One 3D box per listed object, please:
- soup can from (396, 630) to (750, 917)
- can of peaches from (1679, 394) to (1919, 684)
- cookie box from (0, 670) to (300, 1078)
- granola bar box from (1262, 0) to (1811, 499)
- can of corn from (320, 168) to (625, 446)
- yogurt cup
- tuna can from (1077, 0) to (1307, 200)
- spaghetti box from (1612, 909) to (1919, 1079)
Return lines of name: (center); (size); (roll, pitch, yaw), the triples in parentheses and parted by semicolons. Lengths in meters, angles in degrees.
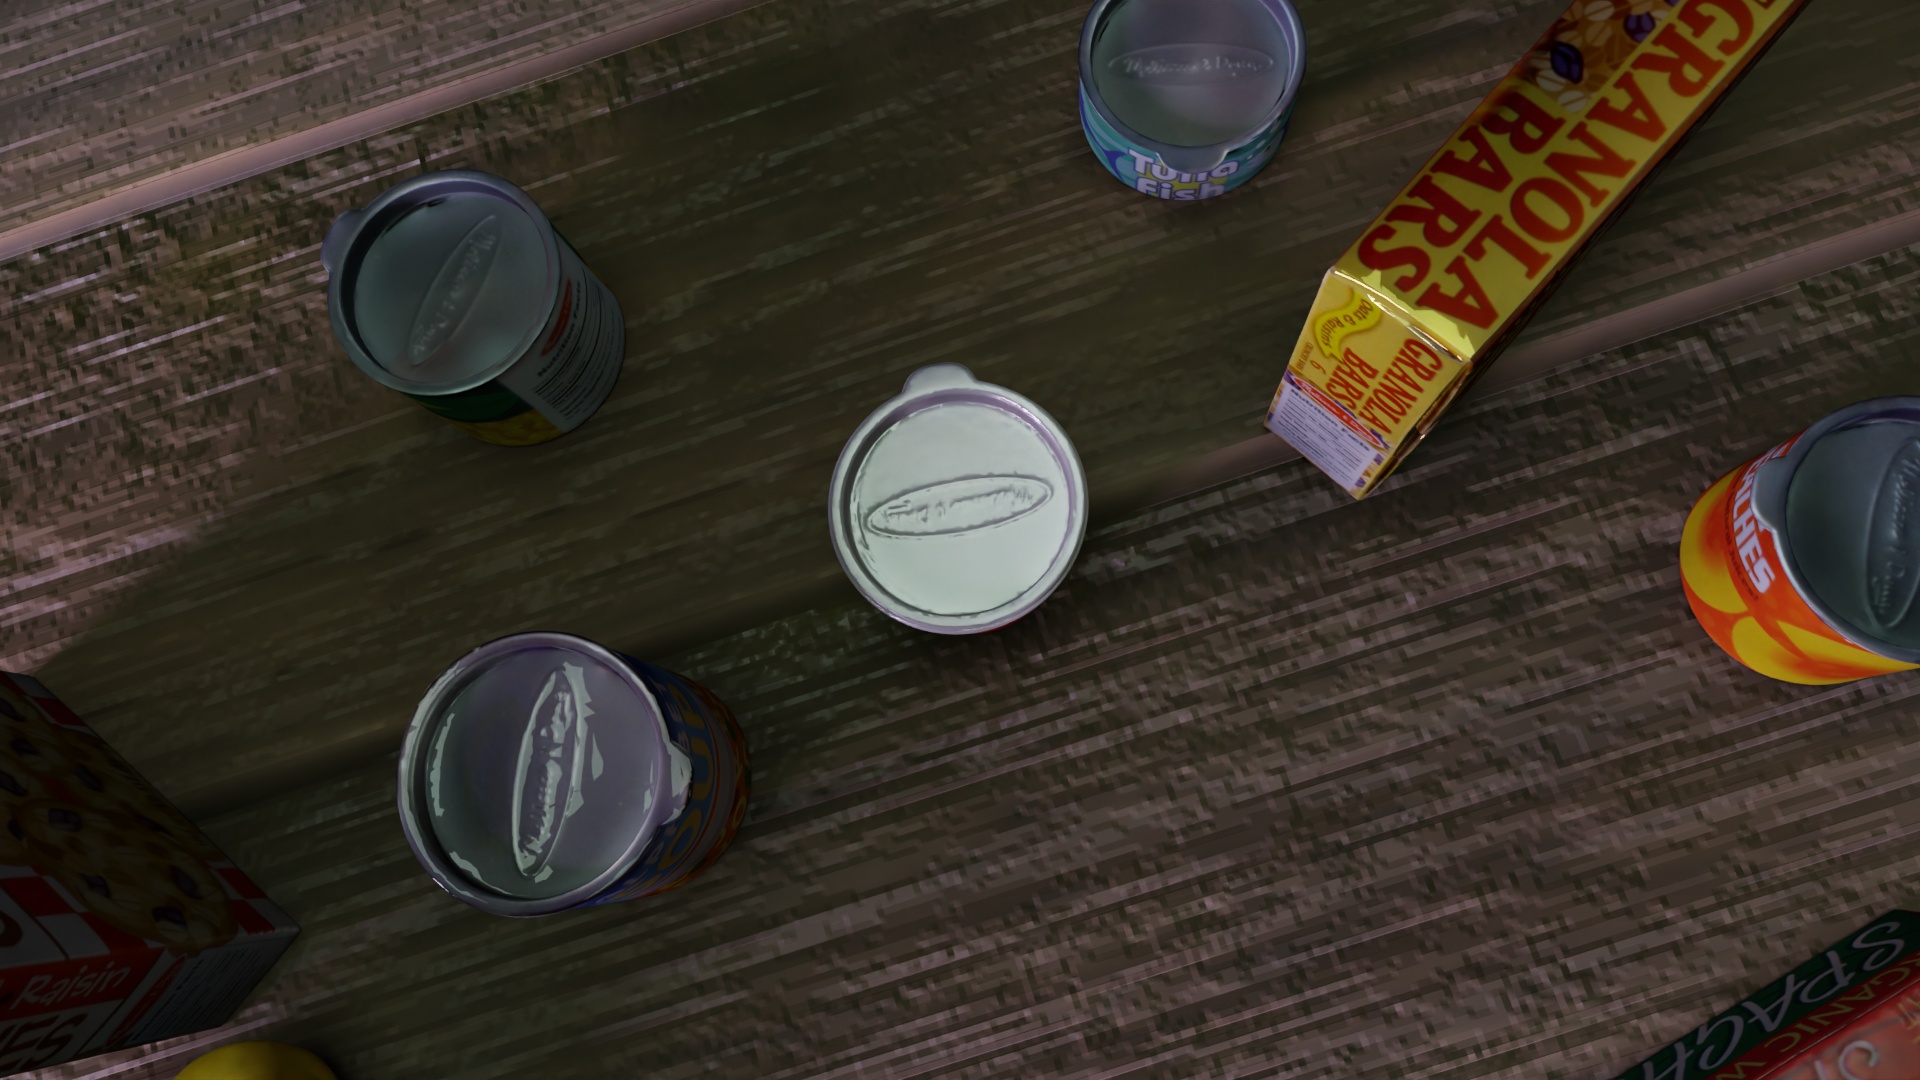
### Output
soup can: (-0.093, 0.062, 0.363); (0.071, 0.083, 0.071); (-1, 78, 5)
can of peaches: (0.228, 0.001, 0.359); (0.071, 0.058, 0.071); (-1, 78, 5)
cookie box: (-0.258, 0.075, 0.333); (0.123, 0.167, 0.040); (37, 84, 11)
granola bar box: (0.152, -0.093, 0.353); (0.039, 0.124, 0.165); (42, 85, 12)
can of corn: (-0.141, -0.067, 0.408); (0.071, 0.058, 0.071); (-1, 78, 5)
yogurt cup: (0.001, -0.005, 0.384); (0.072, 0.054, 0.072); (-1, 78, 5)
tuna can: (0.068, -0.136, 0.416); (0.071, 0.032, 0.071); (-1, 78, 5)
spaghetti box: (0.146, 0.164, 0.336); (0.250, 0.050, 0.029); (-30, 77, -2)
